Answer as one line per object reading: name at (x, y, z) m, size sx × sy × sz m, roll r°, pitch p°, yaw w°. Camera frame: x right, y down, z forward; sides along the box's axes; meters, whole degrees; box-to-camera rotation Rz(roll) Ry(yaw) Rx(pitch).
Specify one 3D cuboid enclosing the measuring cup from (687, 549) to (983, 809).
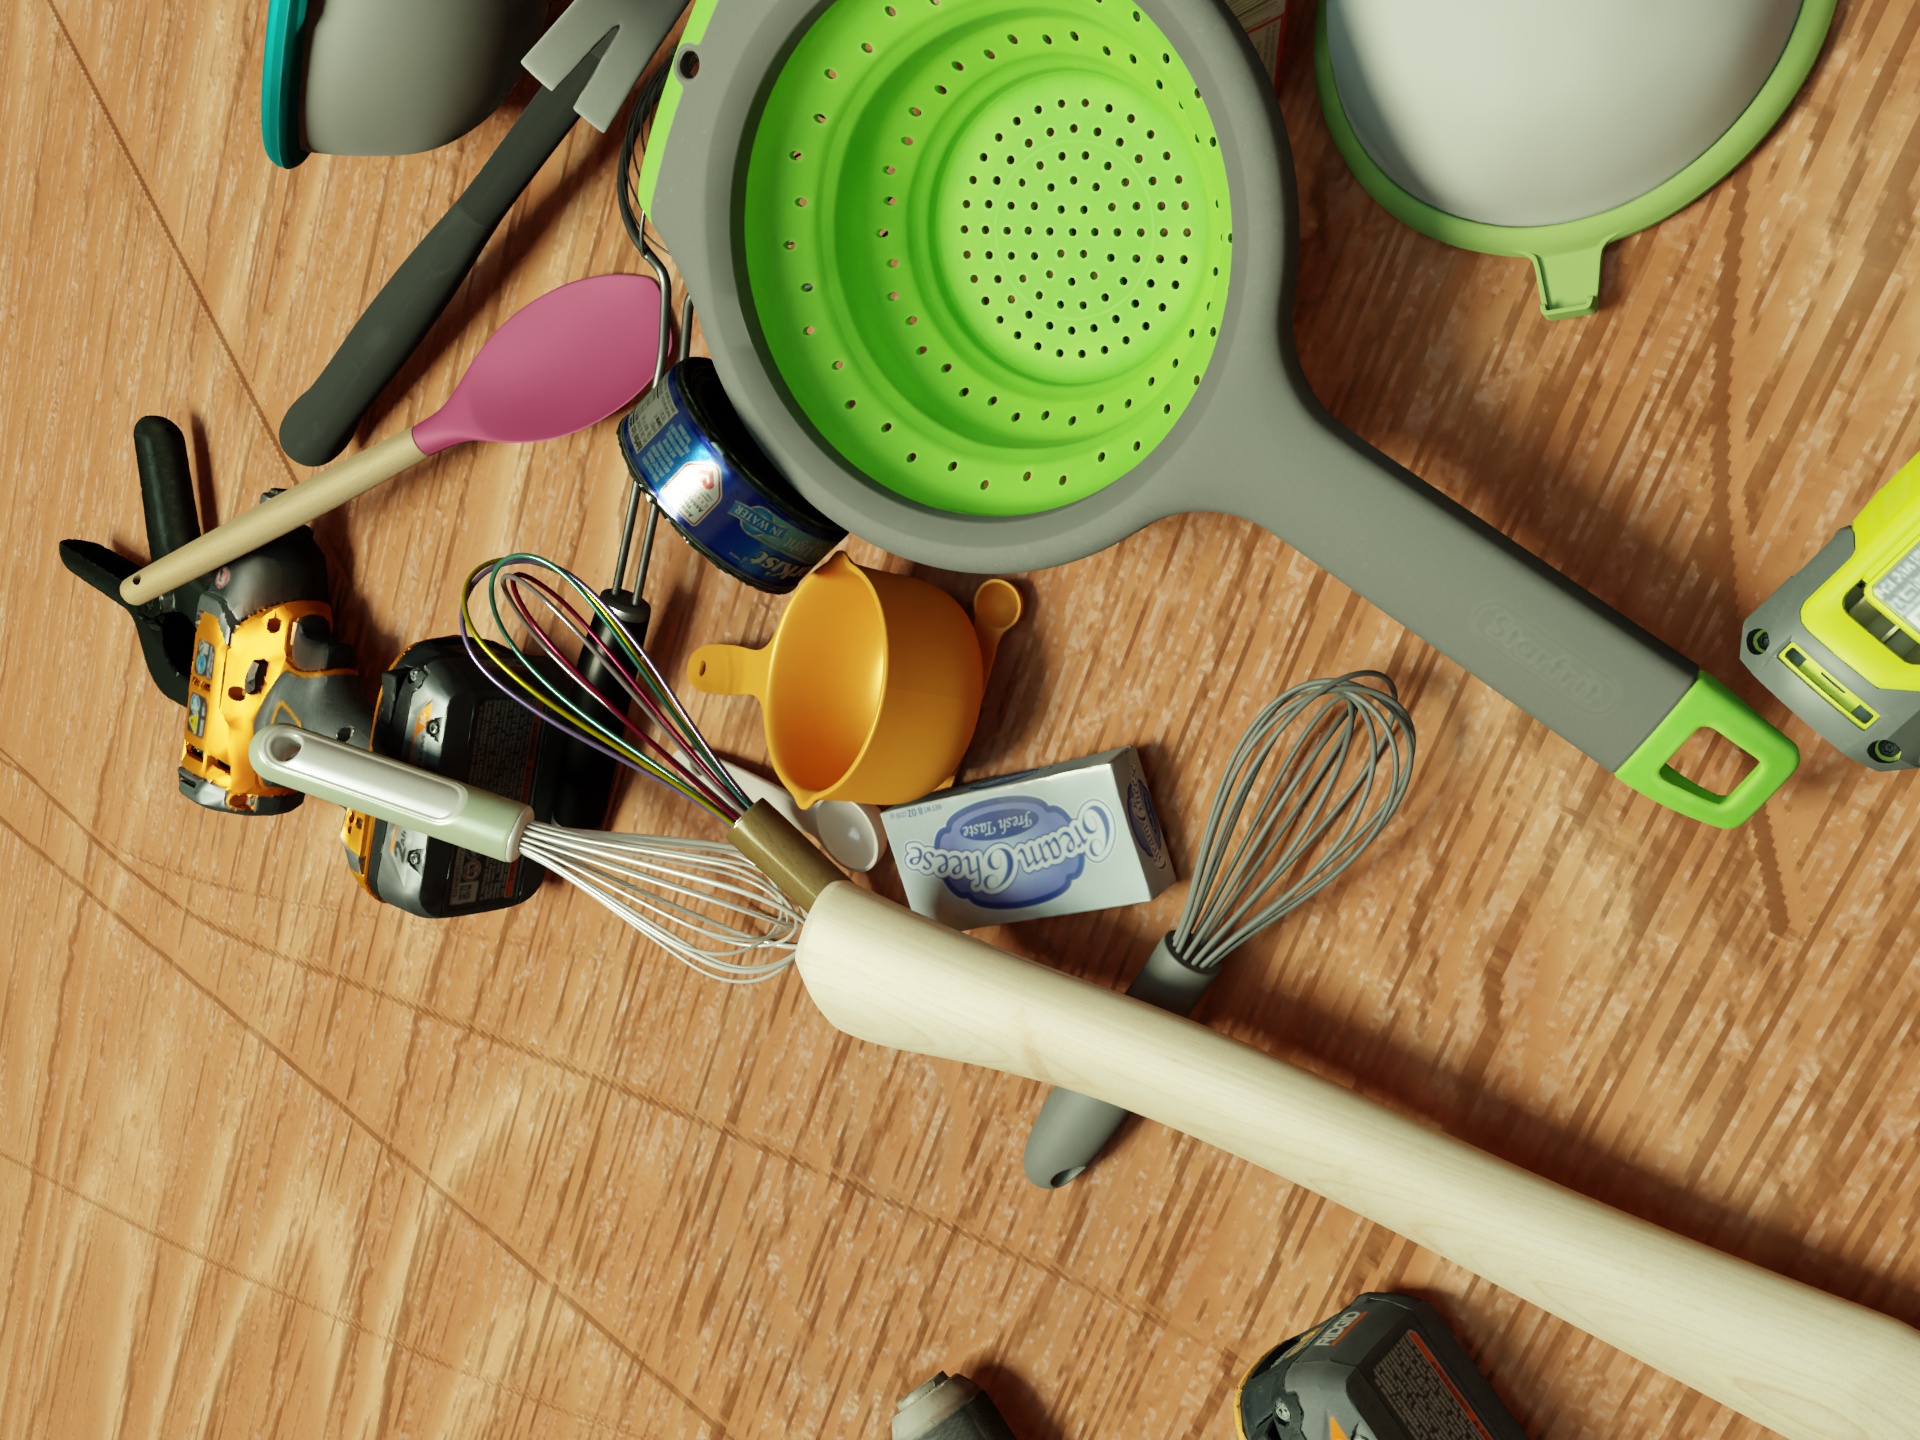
measuring cup at (-0.053, -0.015, 0.627) m, size 0.174 × 0.052 × 0.095 m, roll 7°, pitch 89°, yaw 58°

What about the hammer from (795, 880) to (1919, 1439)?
hammer at (0.132, 0.128, 0.488) m, size 0.411 × 0.038 × 0.146 m, roll 20°, pitch 106°, yaw 21°

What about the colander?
colander at (0.082, -0.108, 0.502) m, size 0.397 × 0.094 × 0.204 m, roll 38°, pitch 122°, yaw 12°

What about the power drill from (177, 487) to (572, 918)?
power drill at (-0.288, -0.013, 0.757) m, size 0.227 × 0.084 × 0.164 m, roll 20°, pitch 104°, yaw 34°

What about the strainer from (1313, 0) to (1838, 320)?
strainer at (0.126, -0.246, 0.467) m, size 0.256 × 0.069 × 0.151 m, roll 43°, pitch 116°, yaw 20°

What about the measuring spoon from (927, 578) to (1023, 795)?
measuring spoon at (-0.001, -0.002, 0.613) m, size 0.021 × 0.011 × 0.117 m, roll 30°, pitch 114°, yaw 20°

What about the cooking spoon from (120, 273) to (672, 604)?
cooking spoon at (-0.265, -0.118, 0.727) m, size 0.319 × 0.017 × 0.069 m, roll -22°, pitch 75°, yaw 18°

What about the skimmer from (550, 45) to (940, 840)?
skimmer at (-0.108, -0.107, 0.659) m, size 0.127 × 0.090 × 0.363 m, roll 30°, pitch 121°, yaw 19°

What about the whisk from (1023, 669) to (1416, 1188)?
whisk at (0.081, 0.080, 0.549) m, size 0.055 × 0.055 × 0.239 m, roll 41°, pitch 120°, yaw 23°

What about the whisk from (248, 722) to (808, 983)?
whisk at (-0.173, 0.049, 0.651) m, size 0.246 × 0.059 × 0.058 m, roll 19°, pitch 64°, yaw -1°

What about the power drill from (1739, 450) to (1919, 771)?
power drill at (0.326, -0.005, 0.360) m, size 0.223 × 0.080 × 0.171 m, roll 49°, pitch 118°, yaw 23°

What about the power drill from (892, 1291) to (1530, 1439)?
power drill at (0.081, 0.281, 0.549) m, size 0.226 × 0.084 × 0.185 m, roll -47°, pitch 69°, yaw 32°

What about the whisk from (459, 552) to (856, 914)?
whisk at (-0.098, 0.020, 0.626) m, size 0.245 × 0.047 × 0.051 m, roll 43°, pitch 112°, yaw 0°

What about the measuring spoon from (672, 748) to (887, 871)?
measuring spoon at (-0.075, 0.030, 0.662) m, size 0.124 × 0.018 × 0.034 m, roll 19°, pitch 124°, yaw 37°

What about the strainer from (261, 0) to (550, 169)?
strainer at (-0.193, -0.290, 0.586) m, size 0.341 × 0.095 × 0.211 m, roll -122°, pitch 49°, yaw -61°

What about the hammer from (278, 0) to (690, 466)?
hammer at (-0.213, -0.207, 0.679) m, size 0.035 × 0.146 × 0.334 m, roll 37°, pitch 132°, yaw -23°
